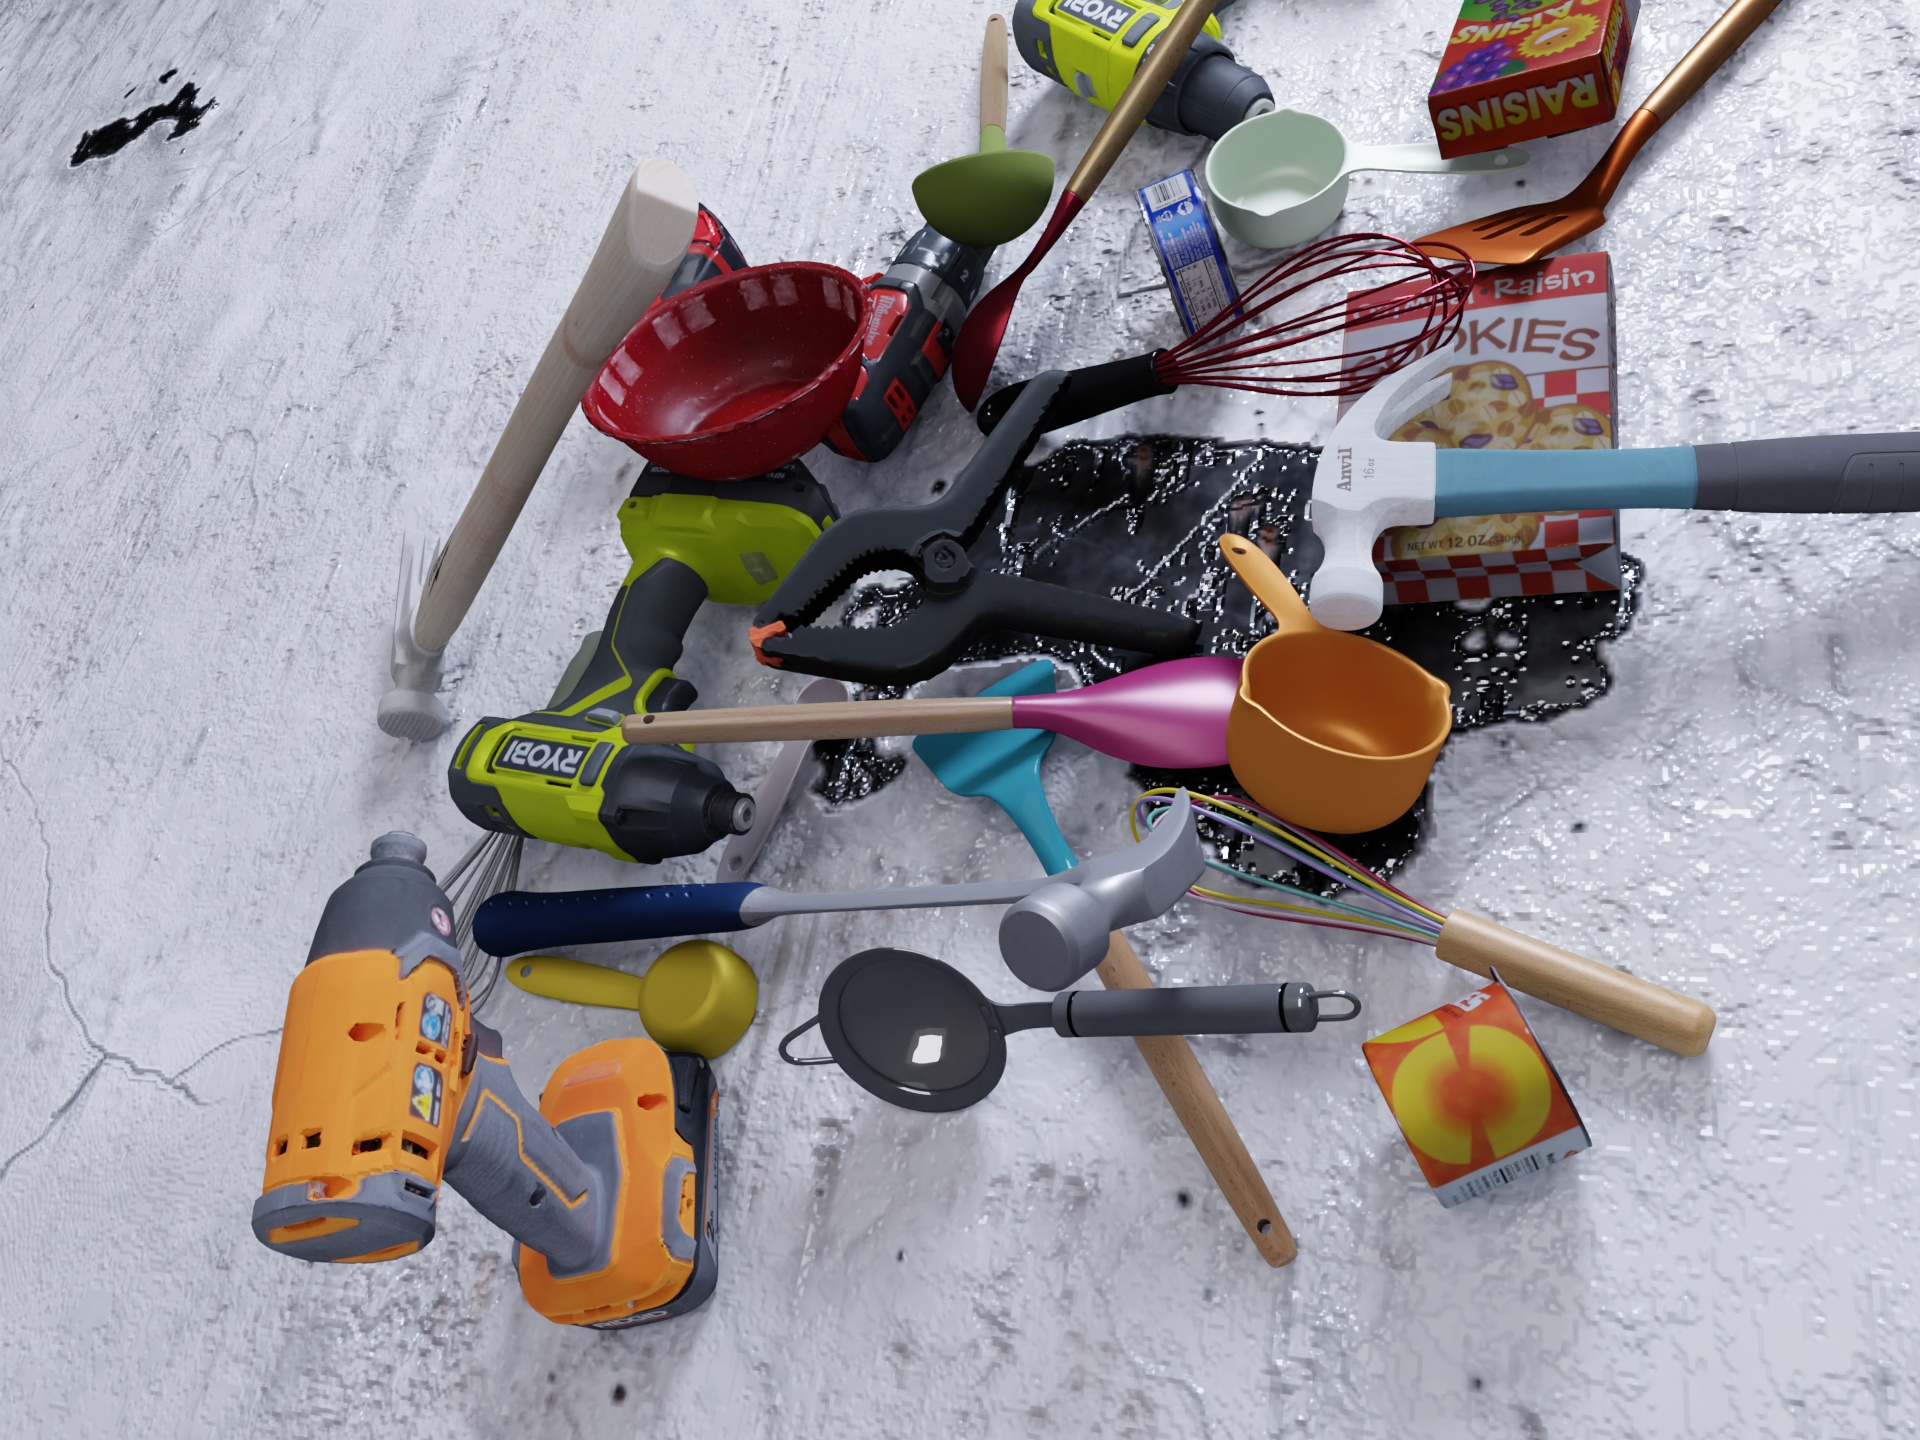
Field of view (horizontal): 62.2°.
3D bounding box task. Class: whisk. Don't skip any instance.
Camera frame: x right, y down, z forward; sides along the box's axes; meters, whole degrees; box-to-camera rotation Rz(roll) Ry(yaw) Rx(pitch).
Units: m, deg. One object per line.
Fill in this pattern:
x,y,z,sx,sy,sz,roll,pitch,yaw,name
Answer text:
0.118,-0.178,0.789,0.296,0.073,0.073,-6,57,44,whisk
0.176,0.080,0.645,0.245,0.051,0.047,21,103,30,whisk
-0.243,0.054,0.869,0.059,0.057,0.246,22,65,-1,whisk

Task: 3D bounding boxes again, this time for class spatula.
0.064,0.094,0.701,0.082,0.044,0.318,-31,56,4,spatula
0.358,-0.325,0.798,0.322,0.041,0.081,-46,35,-8,spatula

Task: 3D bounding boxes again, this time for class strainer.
0.040,0.122,0.658,0.258,0.086,0.050,-8,24,31,strainer

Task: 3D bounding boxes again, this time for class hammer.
-0.077,0.082,0.712,0.405,0.144,0.035,-8,100,38,hammer
-0.235,-0.146,0.845,0.410,0.038,0.146,-42,44,45,hammer
0.313,-0.098,0.647,0.331,0.033,0.128,1,63,14,hammer

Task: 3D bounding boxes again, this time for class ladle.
0.017,-0.372,0.951,0.078,0.062,0.320,-8,42,10,ladle
0.079,-0.313,0.888,0.315,0.031,0.069,-57,11,1,ladle

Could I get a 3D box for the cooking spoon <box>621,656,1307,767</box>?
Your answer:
-0.001,-0.002,0.739,0.319,0.017,0.069,-3,47,5,cooking spoon

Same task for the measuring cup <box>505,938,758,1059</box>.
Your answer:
-0.173,0.130,0.790,0.156,0.029,0.062,4,63,27,measuring cup

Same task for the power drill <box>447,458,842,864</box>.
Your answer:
-0.146,-0.032,0.832,0.171,0.080,0.223,7,58,28,power drill

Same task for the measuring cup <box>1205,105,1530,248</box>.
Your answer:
0.217,-0.289,0.855,0.167,0.038,0.083,5,62,18,measuring cup

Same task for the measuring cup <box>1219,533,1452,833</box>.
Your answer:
0.146,-0.018,0.702,0.095,0.052,0.174,-3,38,-16,measuring cup

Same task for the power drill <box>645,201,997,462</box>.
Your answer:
-0.092,-0.257,0.964,0.227,0.080,0.188,17,70,31,power drill

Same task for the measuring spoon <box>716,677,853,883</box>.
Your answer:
-0.090,0.034,0.823,0.034,0.018,0.124,22,79,35,measuring spoon

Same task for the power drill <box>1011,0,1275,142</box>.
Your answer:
0.166,-0.449,0.951,0.228,0.080,0.191,-46,56,-3,power drill

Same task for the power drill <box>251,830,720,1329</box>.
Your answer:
-0.187,0.154,0.657,0.084,0.226,0.164,-17,55,16,power drill
